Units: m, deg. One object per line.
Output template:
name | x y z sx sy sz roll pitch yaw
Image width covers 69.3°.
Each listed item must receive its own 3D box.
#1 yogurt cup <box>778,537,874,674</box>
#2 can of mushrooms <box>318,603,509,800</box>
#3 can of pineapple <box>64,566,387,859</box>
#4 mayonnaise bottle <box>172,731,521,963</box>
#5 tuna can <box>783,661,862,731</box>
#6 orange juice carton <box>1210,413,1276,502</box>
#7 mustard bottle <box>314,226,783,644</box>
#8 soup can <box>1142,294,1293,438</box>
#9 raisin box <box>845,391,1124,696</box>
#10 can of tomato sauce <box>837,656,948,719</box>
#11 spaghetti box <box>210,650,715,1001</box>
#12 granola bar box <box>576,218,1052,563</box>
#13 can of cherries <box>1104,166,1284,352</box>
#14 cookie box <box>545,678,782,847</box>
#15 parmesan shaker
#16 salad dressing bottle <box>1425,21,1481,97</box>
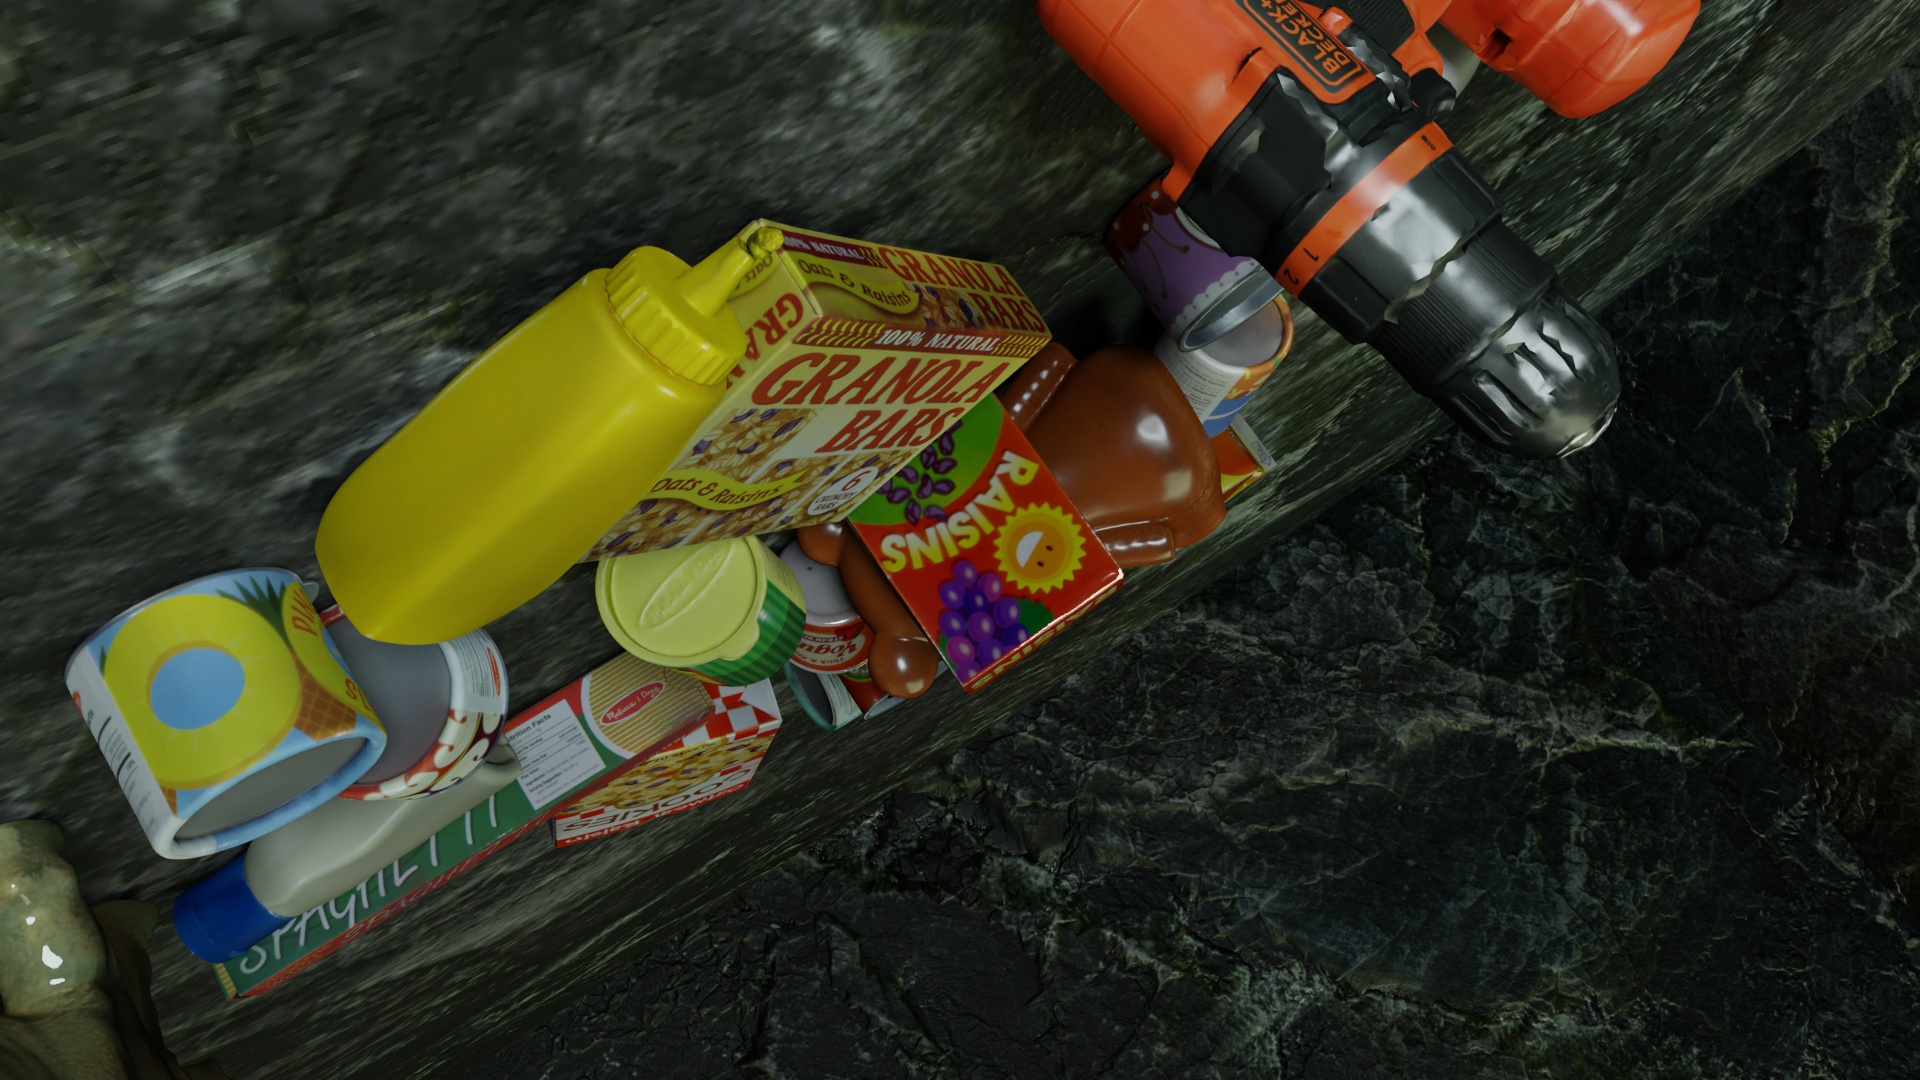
yogurt cup | -0.068 0.029 0.718 0.072 0.072 0.053 -31 160 -17
can of mushrooms | -0.188 0.053 0.454 0.071 0.071 0.033 -35 168 -1
can of pineapple | -0.207 0.048 0.399 0.071 0.058 0.071 -33 169 -7
mayonnaise bottle | -0.269 0.129 0.607 0.148 0.041 0.064 -33 167 -1
tuna can | -0.088 0.088 0.909 0.033 0.071 0.070 -28 167 -27
orange juice carton | 0.141 -0.041 1.009 0.193 0.072 0.072 -30 168 -23
mustard bottle | -0.105 -0.033 0.377 0.160 0.049 0.065 -39 169 18
soup can | 0.135 -0.102 0.751 0.071 0.071 0.083 -31 168 -20
raisin box | 0.002 -0.008 0.606 0.086 0.123 0.040 -35 168 -2
can of tomato sauce | -0.050 0.050 0.803 0.071 0.083 0.071 -33 169 -7
spaghetti box | -0.239 0.129 0.671 0.251 0.050 0.028 -31 167 -16
granola bar box | -0.054 -0.050 0.482 0.124 0.039 0.166 -39 168 24
can of cherries | 0.104 -0.124 0.585 0.071 0.058 0.071 -32 168 -7
cookie box | -0.176 0.126 0.796 0.123 0.040 0.166 -14 162 -21
parmesan shaker | -0.103 0.027 0.580 0.071 0.071 0.103 -34 169 -4
salad dressing bottle | 0.169 -0.191 0.494 0.148 0.064 0.043 -39 161 -22
